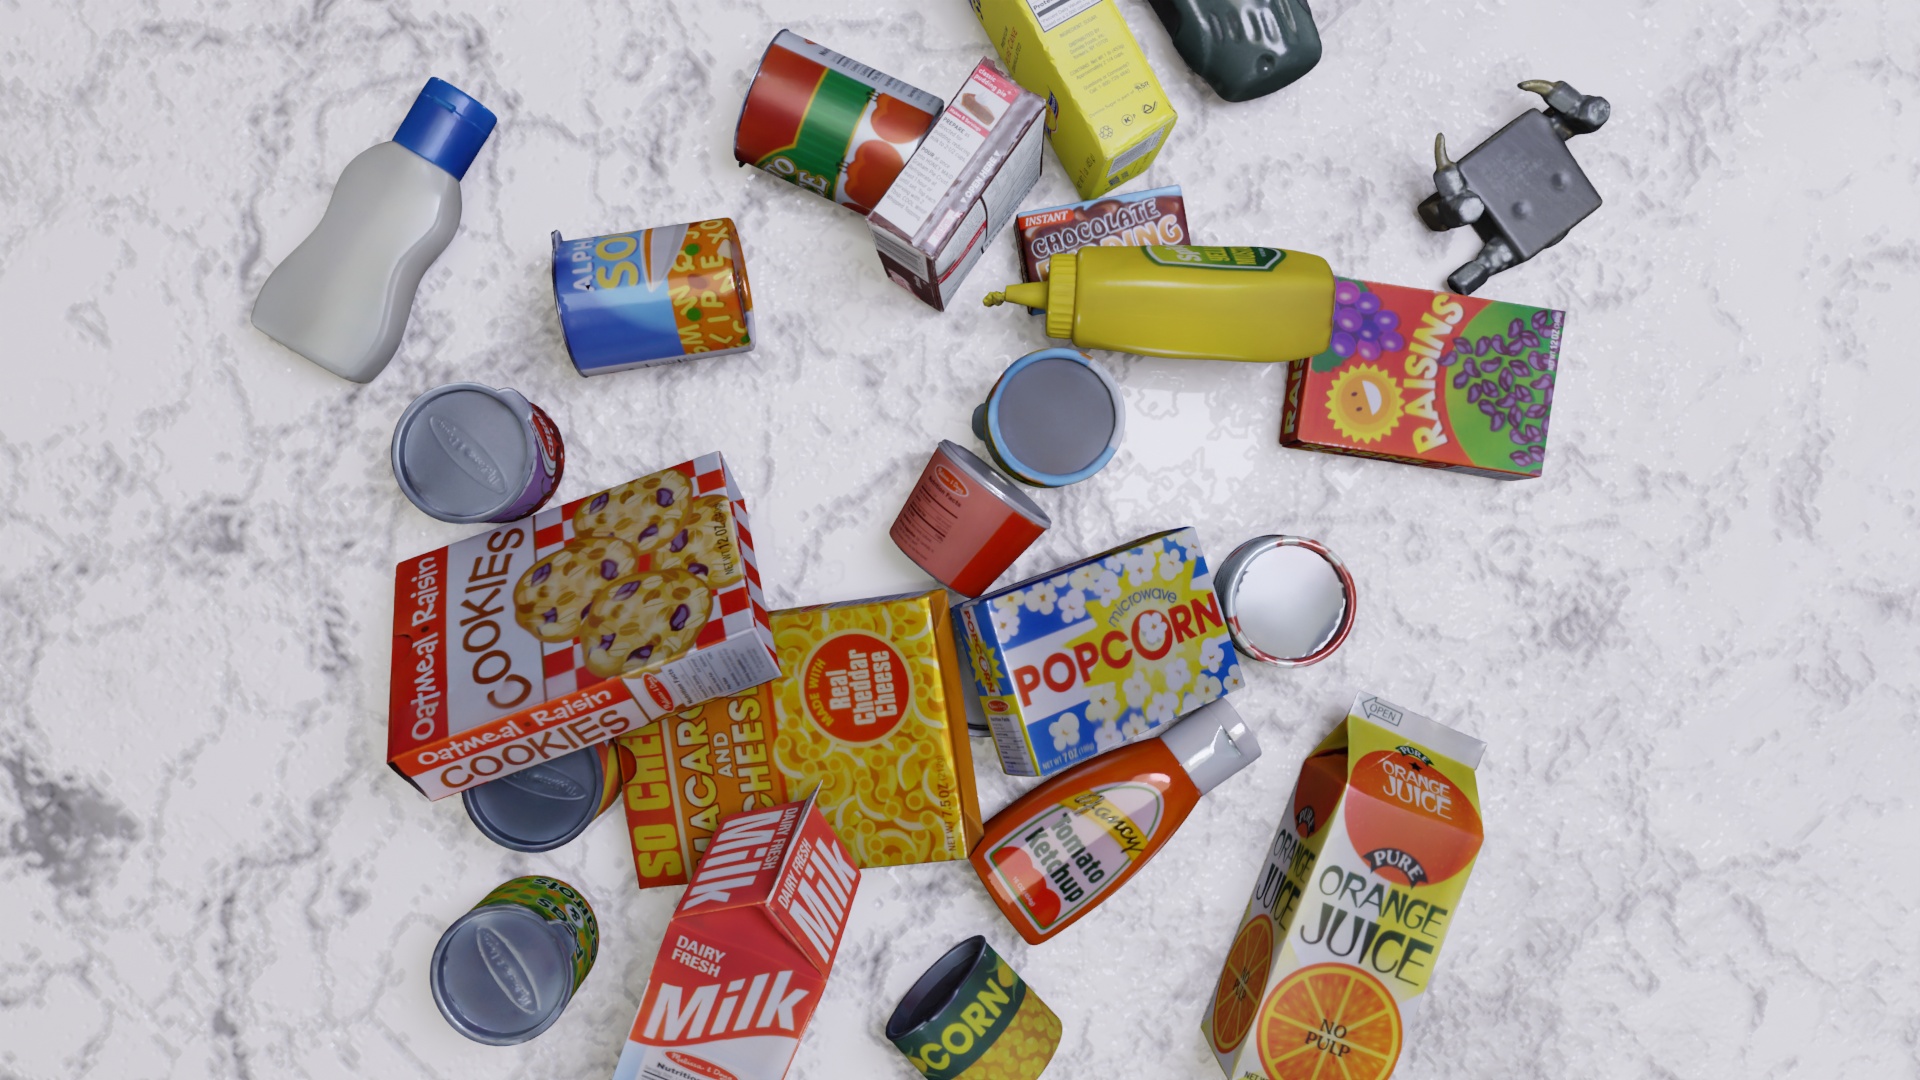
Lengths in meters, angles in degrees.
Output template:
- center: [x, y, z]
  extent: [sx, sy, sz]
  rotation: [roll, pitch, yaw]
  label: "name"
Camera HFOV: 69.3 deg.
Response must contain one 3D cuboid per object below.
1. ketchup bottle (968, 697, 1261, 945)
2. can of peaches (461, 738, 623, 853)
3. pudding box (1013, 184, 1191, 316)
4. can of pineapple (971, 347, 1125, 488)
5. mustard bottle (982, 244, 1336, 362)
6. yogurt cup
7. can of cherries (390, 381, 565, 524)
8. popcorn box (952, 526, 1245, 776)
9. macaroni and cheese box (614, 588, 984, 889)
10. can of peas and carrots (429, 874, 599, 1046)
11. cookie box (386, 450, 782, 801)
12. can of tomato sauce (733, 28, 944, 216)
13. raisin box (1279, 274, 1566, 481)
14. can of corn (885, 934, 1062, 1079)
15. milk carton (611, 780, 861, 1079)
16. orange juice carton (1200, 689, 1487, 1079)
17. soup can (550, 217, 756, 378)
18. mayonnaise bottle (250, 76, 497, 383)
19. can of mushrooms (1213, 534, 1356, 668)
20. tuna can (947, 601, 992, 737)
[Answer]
- center: [0.078, 0.133, 0.686]
  extent: [0.149, 0.043, 0.064]
  rotation: [-35, 92, -2]
  label: "ketchup bottle"
- center: [-0.198, 0.109, 0.671]
  extent: [0.071, 0.058, 0.071]
  rotation: [0, 90, -1]
  label: "can of peaches"
- center: [0.072, -0.144, 0.691]
  extent: [0.084, 0.030, 0.049]
  rotation: [-10, 90, -2]
  label: "pudding box"
- center: [0.043, -0.058, 0.677]
  extent: [0.071, 0.058, 0.071]
  rotation: [0, 91, -1]
  label: "can of pineapple"
- center: [0.090, -0.112, 0.648]
  extent: [0.160, 0.065, 0.048]
  rotation: [2, 114, 2]
  label: "mustard bottle"
- center: [0.002, -0.008, 0.674]
  extent: [0.072, 0.072, 0.054]
  rotation: [37, 98, -2]
  label: "yogurt cup"
- center: [-0.228, -0.042, 0.669]
  extent: [0.071, 0.058, 0.071]
  rotation: [0, 90, -1]
  label: "can of cherries"
- center: [0.067, 0.051, 0.663]
  extent: [0.127, 0.038, 0.085]
  rotation: [-18, 91, -28]
  label: "popcorn box"
- center: [-0.081, 0.095, 0.664]
  extent: [0.166, 0.040, 0.123]
  rotation: [-8, 90, 12]
  label: "macaroni and cheese box"
- center: [-0.211, 0.199, 0.670]
  extent: [0.071, 0.059, 0.071]
  rotation: [0, 90, -2]
  label: "can of peas and carrots"
- center: [-0.177, 0.035, 0.644]
  extent: [0.167, 0.040, 0.123]
  rotation: [-19, 46, -1]
  label: "cookie box"
- center: [-0.059, -0.196, 0.670]
  extent: [0.083, 0.071, 0.071]
  rotation: [23, 90, -2]
  label: "can of tomato sauce"
- center: [0.228, -0.081, 0.692]
  extent: [0.123, 0.040, 0.086]
  rotation: [8, 90, -3]
  label: "raisin box"
- center: [0.007, 0.236, 0.671]
  extent: [0.071, 0.071, 0.058]
  rotation: [-43, 92, -1]
  label: "can of corn"
- center: [-0.101, 0.199, 0.630]
  extent: [0.073, 0.073, 0.189]
  rotation: [22, 117, -2]
  label: "milk carton"
- center: [0.190, 0.174, 0.675]
  extent: [0.072, 0.073, 0.192]
  rotation: [22, 89, -2]
  label: "orange juice carton"
- center: [-0.146, -0.119, 0.666]
  extent: [0.084, 0.071, 0.071]
  rotation: [-9, 91, -2]
  label: "soup can"
- center: [-0.279, -0.153, 0.677]
  extent: [0.065, 0.041, 0.148]
  rotation: [31, 88, -3]
  label: "mayonnaise bottle"
- center: [0.163, 0.031, 0.693]
  extent: [0.071, 0.033, 0.071]
  rotation: [0, 90, -2]
  label: "can of mushrooms"
- center: [0.009, 0.064, 0.689]
  extent: [0.071, 0.033, 0.071]
  rotation: [0, 90, -2]
  label: "tuna can"
